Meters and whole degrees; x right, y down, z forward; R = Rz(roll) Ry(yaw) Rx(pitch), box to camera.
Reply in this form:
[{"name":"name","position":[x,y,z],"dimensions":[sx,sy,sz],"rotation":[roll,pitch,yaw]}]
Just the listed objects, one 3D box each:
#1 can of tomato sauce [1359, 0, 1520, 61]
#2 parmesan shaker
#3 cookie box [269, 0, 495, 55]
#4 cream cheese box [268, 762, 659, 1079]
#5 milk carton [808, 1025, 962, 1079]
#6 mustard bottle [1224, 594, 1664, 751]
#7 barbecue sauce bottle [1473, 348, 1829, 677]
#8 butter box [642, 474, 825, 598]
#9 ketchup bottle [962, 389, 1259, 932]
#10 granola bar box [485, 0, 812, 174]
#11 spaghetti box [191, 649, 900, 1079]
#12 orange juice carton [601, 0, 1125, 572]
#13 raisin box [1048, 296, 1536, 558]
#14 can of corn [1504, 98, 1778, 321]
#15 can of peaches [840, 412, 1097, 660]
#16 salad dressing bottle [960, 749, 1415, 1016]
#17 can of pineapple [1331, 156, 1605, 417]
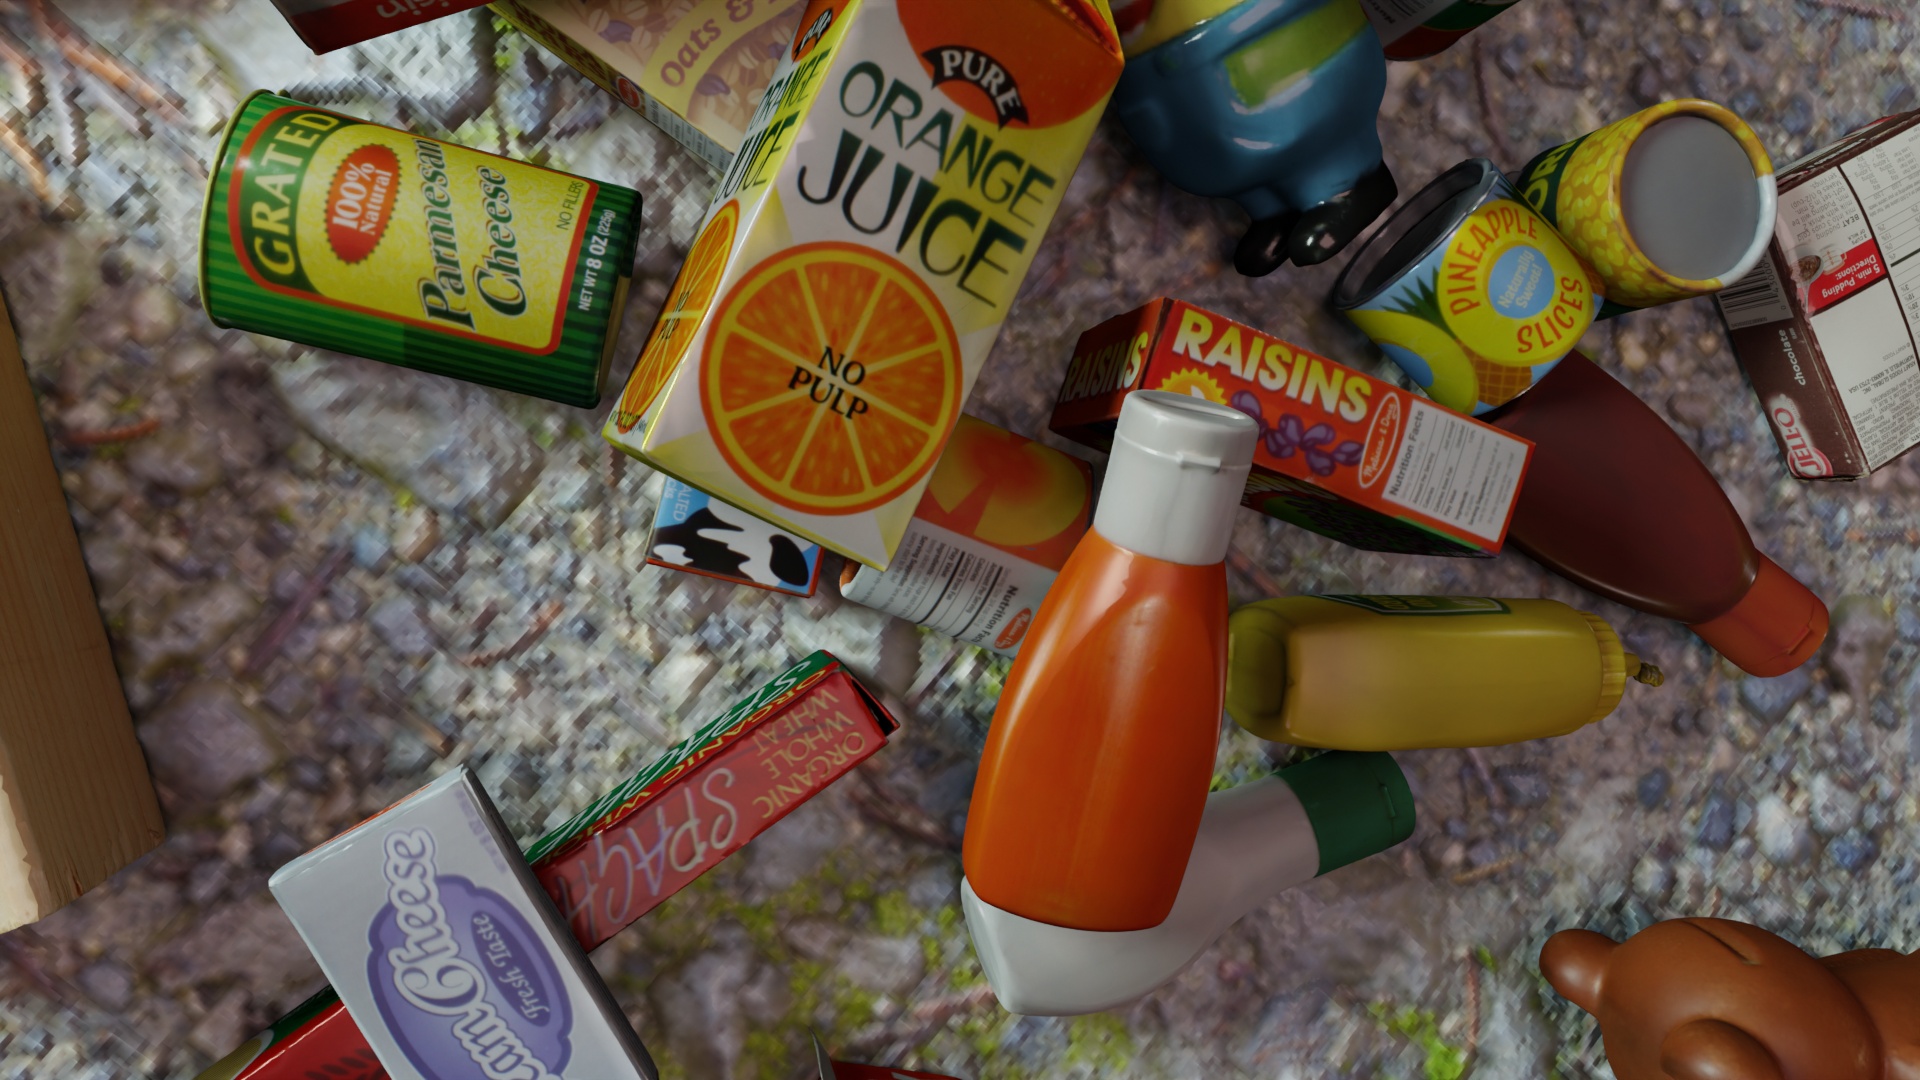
[{"name":"can of tomato sauce","position":[0.166,-0.204,0.453],"dimensions":[0.071,0.083,0.071],"rotation":[0,90,-12]},{"name":"parmesan shaker","position":[-0.147,-0.083,0.392],"dimensions":[0.103,0.071,0.071],"rotation":[12,87,-12]},{"name":"cookie box","position":[-0.138,-0.228,0.374],"dimensions":[0.123,0.040,0.167],"rotation":[-17,77,1]},{"name":"cream cheese box","position":[-0.127,0.116,0.364],"dimensions":[0.053,0.024,0.103],"rotation":[-30,95,-11]},{"name":"milk carton","position":[0.000,0.239,0.419],"dimensions":[0.073,0.072,0.190],"rotation":[-27,95,-11]},{"name":"mustard bottle","position":[0.169,0.043,0.465],"dimensions":[0.160,0.065,0.048],"rotation":[1,94,-18]},{"name":"barbecue sauce bottle","position":[0.238,-0.006,0.488],"dimensions":[0.148,0.044,0.064],"rotation":[35,100,-11]},{"name":"butter box","position":[-0.060,-0.037,0.432],"dimensions":[0.053,0.024,0.103],"rotation":[14,87,-12]},{"name":"ketchup bottle","position":[0.046,0.034,0.384],"dimensions":[0.065,0.044,0.148],"rotation":[10,108,-8]},{"name":"granola bar box","position":[-0.063,-0.207,0.425],"dimensions":[0.124,0.039,0.166],"rotation":[34,83,-11]},{"name":"spaghetti box","position":[-0.130,0.113,0.402],"dimensions":[0.250,0.050,0.028],"rotation":[-34,98,-11]},{"name":"orange juice carton","position":[-0.021,-0.096,0.382],"dimensions":[0.073,0.072,0.192],"rotation":[27,86,-23]},{"name":"raisin box","position":[0.099,-0.033,0.436],"dimensions":[0.123,0.086,0.040],"rotation":[19,88,-12]},{"name":"can of corn","position":[0.231,-0.113,0.480],"dimensions":[0.071,0.058,0.071],"rotation":[0,90,-13]},{"name":"can of peaches","position":[0.002,-0.005,0.426],"dimensions":[0.058,0.071,0.071],"rotation":[21,86,-11]},{"name":"salad dressing bottle","position":[0.076,0.106,0.452],"dimensions":[0.148,0.044,0.064],"rotation":[-17,86,-13]},{"name":"can of pineapple","position":[0.168,-0.083,0.460],"dimensions":[0.058,0.071,0.071],"rotation":[41,82,-10]}]
